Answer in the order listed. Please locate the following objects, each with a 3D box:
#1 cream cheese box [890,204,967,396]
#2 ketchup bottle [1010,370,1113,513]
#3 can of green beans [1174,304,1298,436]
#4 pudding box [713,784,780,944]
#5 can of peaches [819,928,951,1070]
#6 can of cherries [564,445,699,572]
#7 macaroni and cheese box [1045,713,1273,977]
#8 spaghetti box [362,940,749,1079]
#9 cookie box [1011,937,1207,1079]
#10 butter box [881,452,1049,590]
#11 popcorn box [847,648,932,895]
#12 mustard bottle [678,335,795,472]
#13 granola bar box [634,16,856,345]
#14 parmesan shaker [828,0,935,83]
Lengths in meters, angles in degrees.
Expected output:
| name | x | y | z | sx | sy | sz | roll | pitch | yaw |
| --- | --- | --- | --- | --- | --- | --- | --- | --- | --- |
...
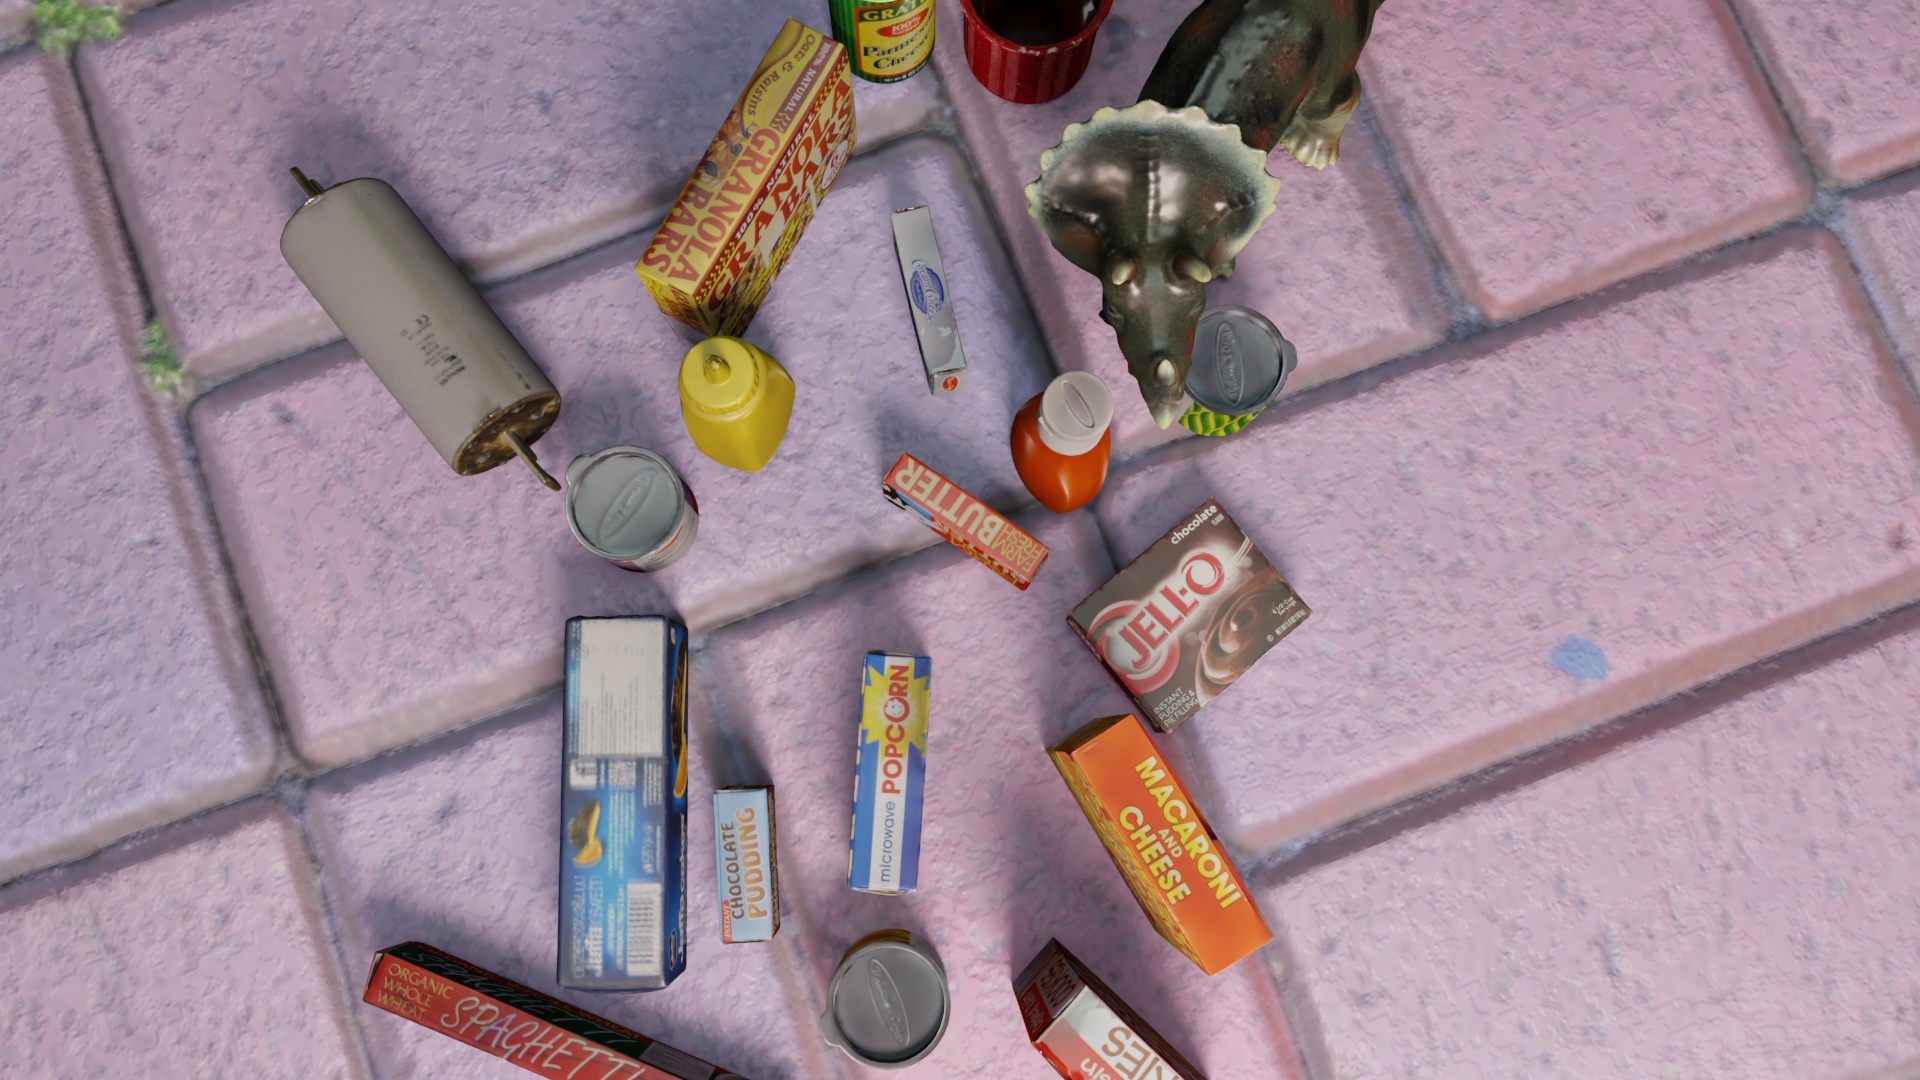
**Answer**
| name | x | y | z | sx | sy | sz | roll | pitch | yaw |
| --- | --- | --- | --- | --- | --- | --- | --- | --- | --- |
| cream cheese box | -0.019 | -0.141 | 0.828 | 0.024 | 0.053 | 0.104 | -13 | 82 | -3 |
| ketchup bottle | 0.057 | -0.057 | 0.768 | 0.043 | 0.148 | 0.065 | -30 | 83 | -5 |
| can of green beans | 0.155 | -0.099 | 0.823 | 0.071 | 0.057 | 0.071 | 0 | 81 | -1 |
| pudding box | -0.119 | 0.179 | 0.776 | 0.030 | 0.049 | 0.084 | -4 | 81 | -2 |
| can of peaches | -0.041 | 0.251 | 0.762 | 0.071 | 0.058 | 0.071 | 0 | 81 | -1 |
| can of cherries | -0.190 | -0.019 | 0.802 | 0.071 | 0.058 | 0.071 | 0 | 81 | -1 |
| macaroni and cheese box | 0.098 | 0.152 | 0.726 | 0.040 | 0.166 | 0.124 | -31 | 83 | -5 |
| spaghetti box | -0.202 | 0.280 | 0.758 | 0.250 | 0.050 | 0.029 | 22 | 82 | 2 |
| cookie box | 0.087 | 0.269 | 0.707 | 0.123 | 0.167 | 0.040 | 42 | 83 | 5 |
| butter box | 0.003 | -0.010 | 0.807 | 0.103 | 0.053 | 0.024 | 34 | 82 | 4 |
| popcorn box | -0.038 | 0.127 | 0.768 | 0.038 | 0.085 | 0.127 | 4 | 81 | -1 |
| mustard bottle | -0.125 | -0.081 | 0.762 | 0.049 | 0.160 | 0.065 | 22 | 82 | 2 |
| granola bar box | -0.117 | -0.196 | 0.799 | 0.039 | 0.124 | 0.166 | 28 | 82 | 3 |
| parmesan shaker | -0.044 | -0.328 | 0.832 | 0.071 | 0.103 | 0.071 | 0 | 81 | -1 |
